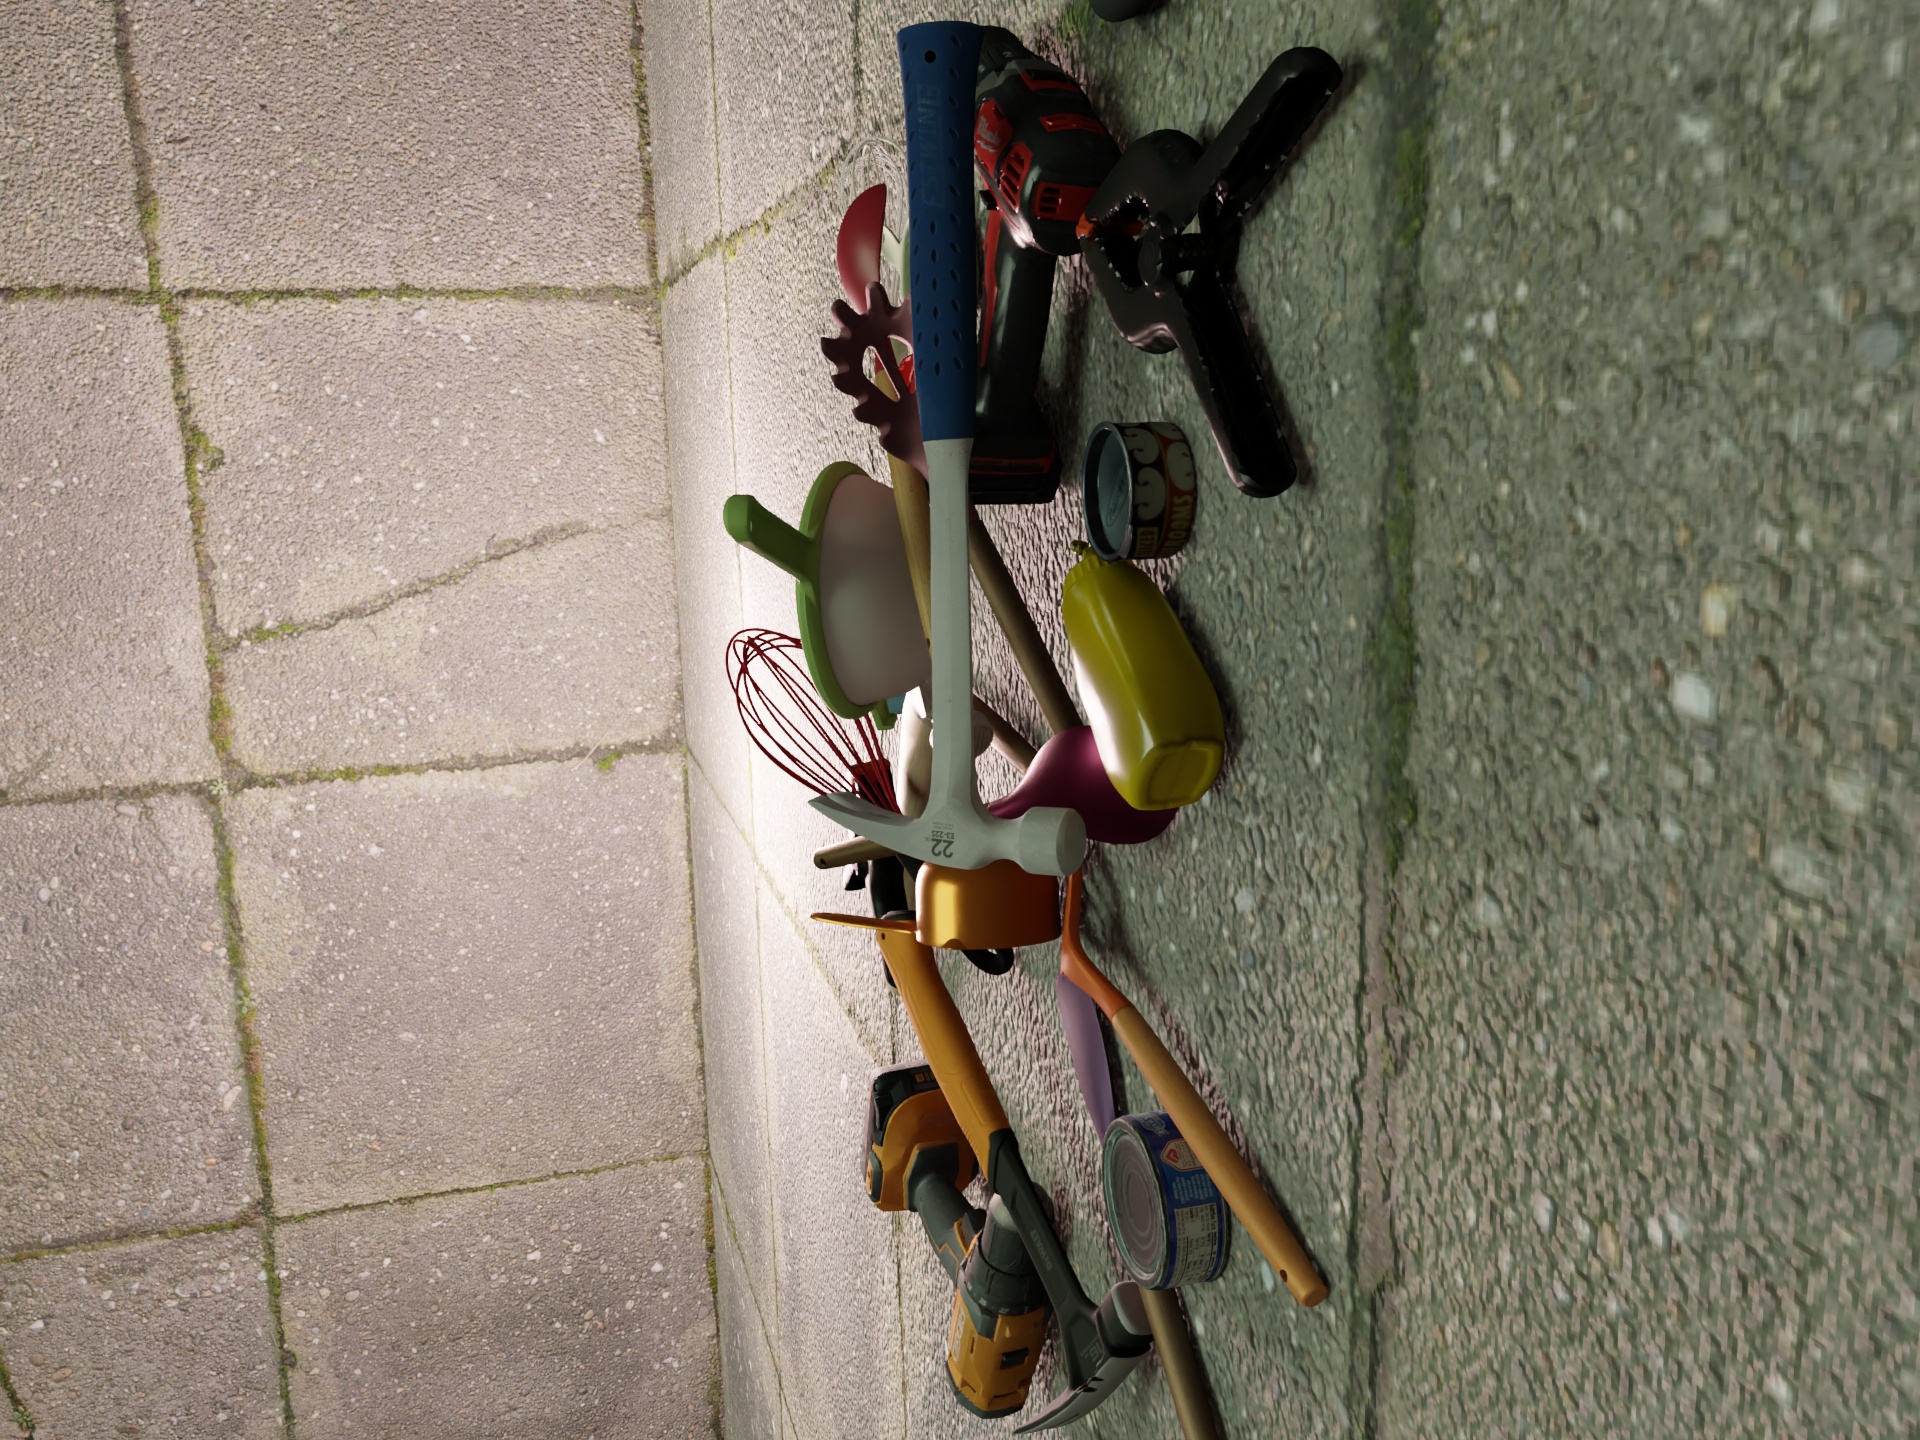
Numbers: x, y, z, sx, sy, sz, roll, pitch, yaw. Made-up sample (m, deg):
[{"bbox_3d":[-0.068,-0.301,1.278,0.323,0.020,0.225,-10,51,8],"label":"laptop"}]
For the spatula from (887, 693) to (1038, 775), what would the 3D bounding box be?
[{"bbox_3d":[-0.002,-0.003,1.069,0.318,0.044,0.082,-137,35,-65],"label":"spatula"}]

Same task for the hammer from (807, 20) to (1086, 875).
[{"bbox_3d":[-0.012,-0.127,0.785,0.035,0.144,0.405,-16,-73,-63],"label":"hammer"}]

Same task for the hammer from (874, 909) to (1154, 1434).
[{"bbox_3d":[0.014,0.254,0.972,0.127,0.034,0.337,-60,41,32],"label":"hammer"}]

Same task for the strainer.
[{"bbox_3d":[-0.052,-0.083,0.872,0.256,0.069,0.151,27,-116,-73],"label":"strainer"}]

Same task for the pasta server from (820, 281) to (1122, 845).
[{"bbox_3d":[0.015,-0.078,0.831,0.316,0.060,0.040,64,-176,0],"label":"pasta server"}]

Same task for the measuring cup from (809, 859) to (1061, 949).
[{"bbox_3d":[-0.020,0.104,0.976,0.095,0.174,0.052,-6,-84,-61],"label":"measuring cup"}]

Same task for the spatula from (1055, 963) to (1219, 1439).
[{"bbox_3d":[0.094,0.265,0.853,0.059,0.018,0.316,104,157,-50],"label":"spatula"}]

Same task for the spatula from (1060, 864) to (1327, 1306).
[{"bbox_3d":[0.101,0.162,0.797,0.323,0.041,0.081,-125,33,-54],"label":"spatula"}]

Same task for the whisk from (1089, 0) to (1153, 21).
[{"bbox_3d":[0.096,-0.322,0.618,0.285,0.070,0.070,-148,55,-77],"label":"whisk"}]

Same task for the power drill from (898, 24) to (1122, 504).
[{"bbox_3d":[0.018,-0.252,0.875,0.188,0.080,0.226,-111,25,-43],"label":"power drill"}]

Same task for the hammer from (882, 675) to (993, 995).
[{"bbox_3d":[-0.038,0.076,1.157,0.410,0.038,0.146,97,152,-52],"label":"hammer"}]

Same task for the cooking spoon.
[{"bbox_3d":[0.005,0.058,0.895,0.319,0.017,0.068,-19,102,51],"label":"cooking spoon"}]

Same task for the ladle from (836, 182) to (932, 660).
[{"bbox_3d":[-0.036,-0.170,0.886,0.069,0.031,0.316,121,142,-61],"label":"ladle"}]

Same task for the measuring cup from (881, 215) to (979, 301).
[{"bbox_3d":[-0.023,-0.312,1.073,0.168,0.038,0.083,-118,28,-59],"label":"measuring cup"}]

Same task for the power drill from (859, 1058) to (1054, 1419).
[{"bbox_3d":[0.002,0.330,1.095,0.226,0.084,0.185,-123,34,-52],"label":"power drill"}]

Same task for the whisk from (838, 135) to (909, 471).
[{"bbox_3d":[-0.053,-0.302,1.173,0.058,0.059,0.246,-26,-68,-62],"label":"whisk"}]

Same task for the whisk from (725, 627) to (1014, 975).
[{"bbox_3d":[-0.051,0.056,1.009,0.295,0.073,0.073,54,175,-22],"label":"whisk"}]
